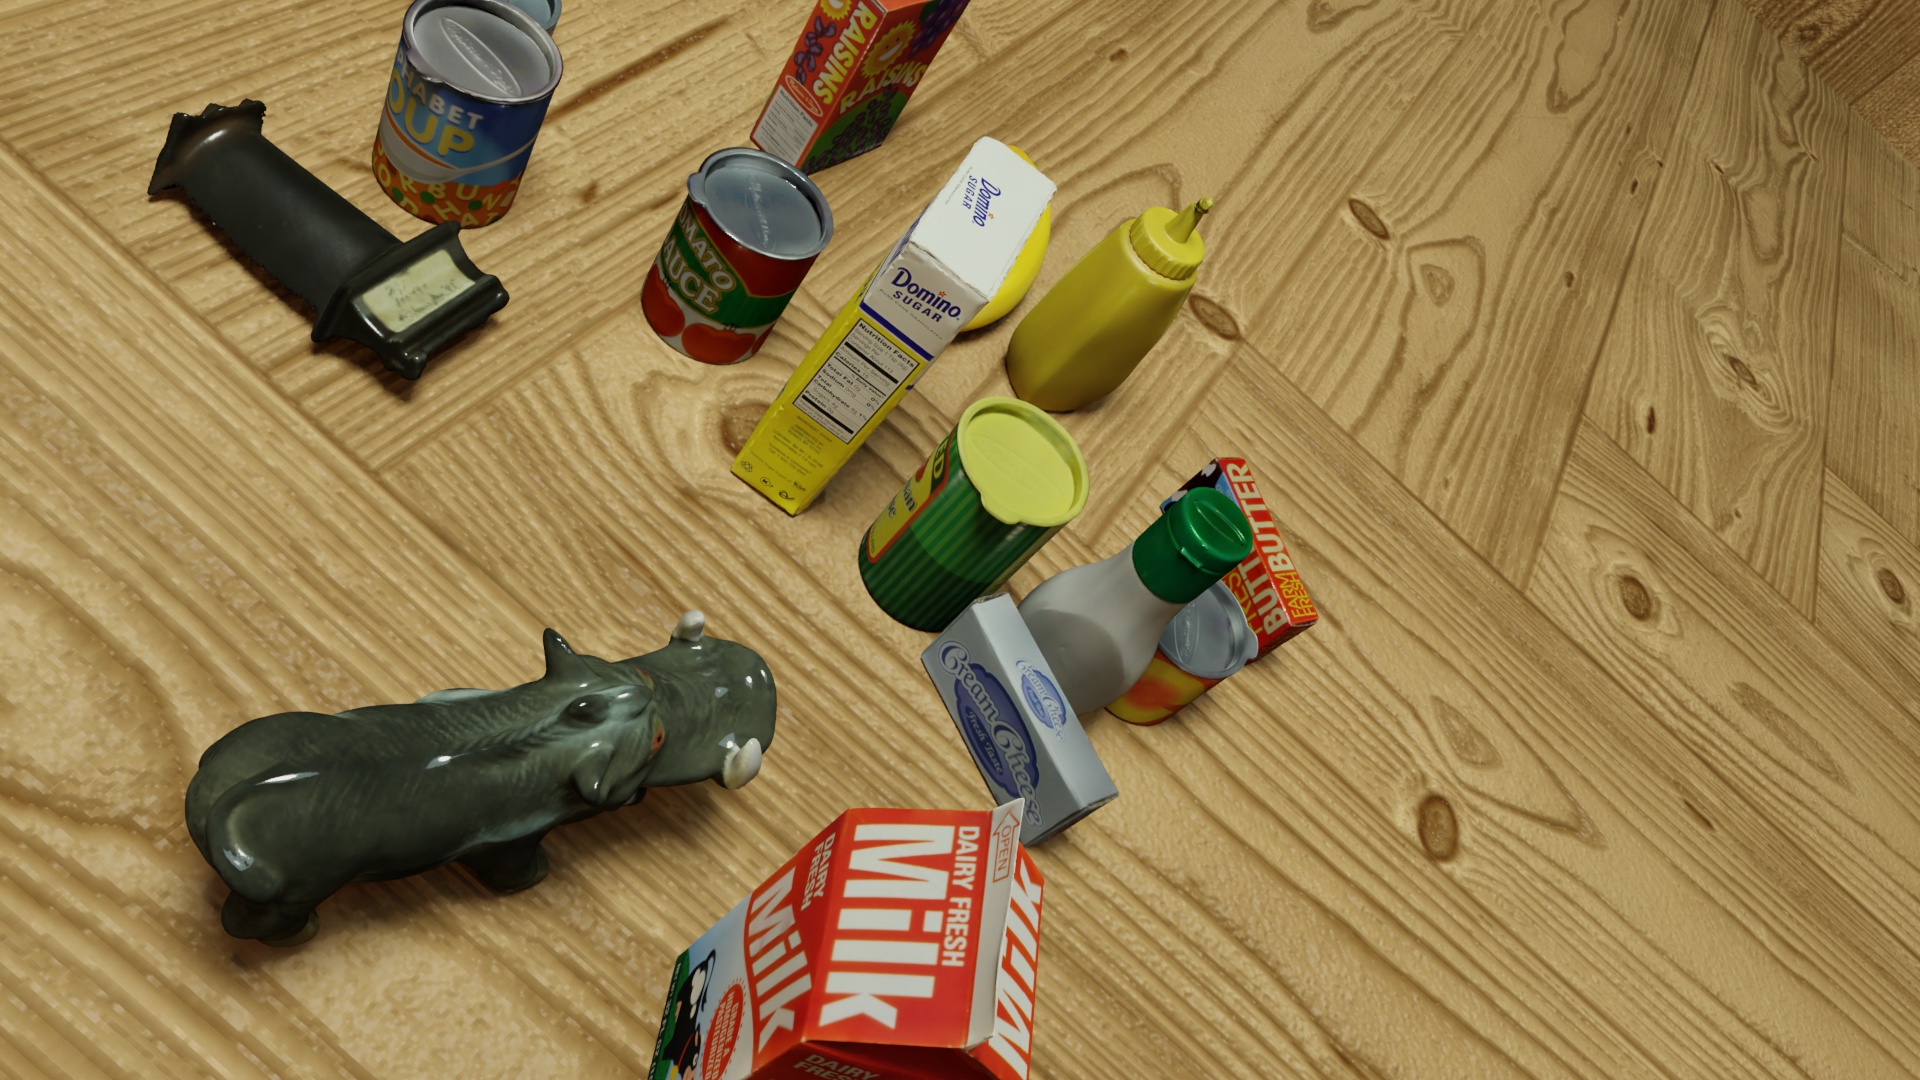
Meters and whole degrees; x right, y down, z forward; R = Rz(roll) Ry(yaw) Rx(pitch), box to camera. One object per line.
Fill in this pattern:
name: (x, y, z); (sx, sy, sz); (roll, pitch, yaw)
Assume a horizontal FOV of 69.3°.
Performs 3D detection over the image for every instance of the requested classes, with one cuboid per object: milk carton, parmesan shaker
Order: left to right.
milk carton: (-0.033, 0.146, 0.439); (0.073, 0.189, 0.073); (24, 49, -18)
parmesan shaker: (0.002, -0.008, 0.632); (0.071, 0.102, 0.071); (18, 51, -23)

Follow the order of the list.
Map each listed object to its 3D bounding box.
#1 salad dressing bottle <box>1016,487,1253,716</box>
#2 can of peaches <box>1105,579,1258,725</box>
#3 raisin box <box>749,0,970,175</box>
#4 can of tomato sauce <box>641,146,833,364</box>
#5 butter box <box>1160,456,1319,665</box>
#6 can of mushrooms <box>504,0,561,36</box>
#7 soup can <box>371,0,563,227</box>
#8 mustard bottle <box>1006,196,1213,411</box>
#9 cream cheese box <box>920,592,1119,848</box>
salad dressing bottle: (0.071, 0.030, 0.621); (0.064, 0.147, 0.044); (42, 46, -1)
can of peaches: (0.101, 0.052, 0.687); (0.071, 0.057, 0.071); (18, 51, -23)
raisin box: (-0.054, -0.262, 0.760); (0.040, 0.122, 0.086); (49, 46, 5)
can of tomato sauce: (-0.109, -0.133, 0.660); (0.071, 0.082, 0.071); (18, 51, -23)
butter box: (0.150, 0.011, 0.751); (0.024, 0.053, 0.104); (-3, 61, -35)
can of mushrooms: (-0.241, -0.270, 0.702); (0.071, 0.033, 0.071); (17, 51, -23)
soup can: (-0.225, -0.191, 0.623); (0.071, 0.083, 0.072); (18, 51, -23)
mustard bottle: (0.085, -0.129, 0.733); (0.065, 0.159, 0.049); (-1, 61, -35)
cream cheese box: (0.024, 0.080, 0.619); (0.024, 0.053, 0.104); (-14, 68, -39)
